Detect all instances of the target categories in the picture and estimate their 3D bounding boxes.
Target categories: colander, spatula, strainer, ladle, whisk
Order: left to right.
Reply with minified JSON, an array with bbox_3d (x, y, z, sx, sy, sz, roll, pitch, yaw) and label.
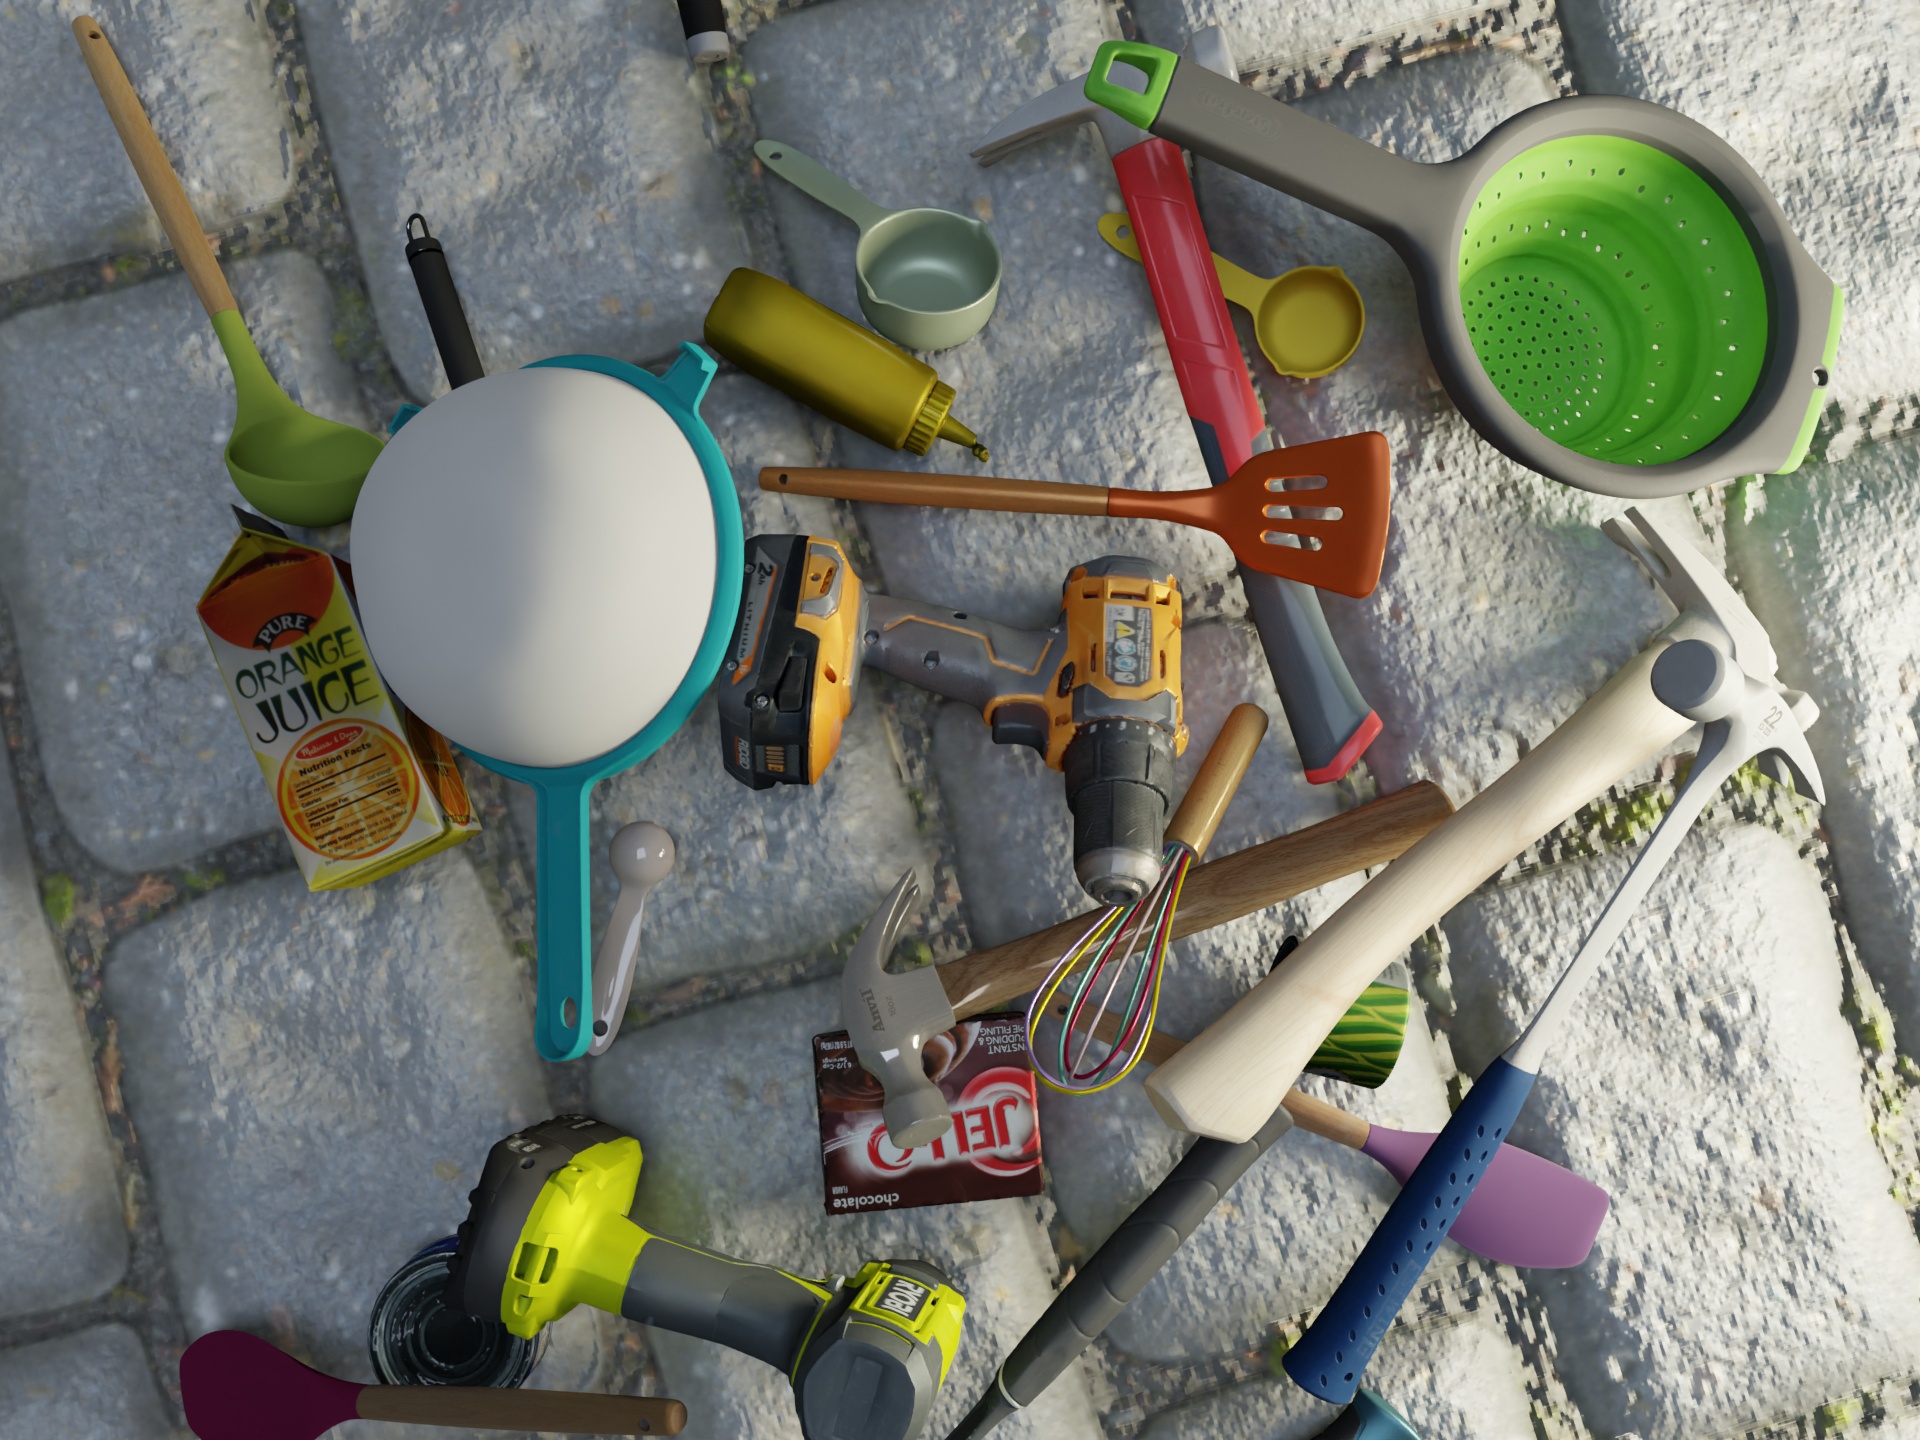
[{"bbox_3d":[-0.391,-0.240,0.828,0.078,0.062,0.320,-22,81,-40],"label":"ladle"},{"bbox_3d":[-0.246,-0.152,0.831,0.087,0.050,0.258,-27,79,37],"label":"strainer"},{"bbox_3d":[-0.210,-0.012,0.733,0.211,0.095,0.340,-5,84,25],"label":"strainer"},{"bbox_3d":[0.051,-0.114,0.809,0.322,0.041,0.081,5,96,10],"label":"spatula"},{"bbox_3d":[0.101,0.082,0.772,0.051,0.047,0.245,53,52,-26],"label":"whisk"},{"bbox_3d":[0.184,0.208,0.824,0.316,0.018,0.060,24,92,0],"label":"spatula"},{"bbox_3d":[0.239,-0.232,0.803,0.397,0.094,0.204,21,80,-7],"label":"colander"}]

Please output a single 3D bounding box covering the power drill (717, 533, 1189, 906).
[{"bbox_3d":[-0.001,-0.002,0.777,0.226,0.084,0.186,5,56,-2],"label":"power drill"}]

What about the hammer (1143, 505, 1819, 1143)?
[{"bbox_3d":[0.246,0.054,0.784,0.410,0.038,0.146,-36,86,-17],"label":"hammer"}]

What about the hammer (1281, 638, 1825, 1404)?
[{"bbox_3d":[0.282,0.160,0.776,0.144,0.035,0.405,23,100,-38],"label":"hammer"}]

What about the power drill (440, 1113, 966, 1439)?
[{"bbox_3d":[-0.109,0.263,0.749,0.223,0.171,0.080,18,87,9],"label":"power drill"}]

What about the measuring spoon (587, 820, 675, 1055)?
[{"bbox_3d":[-0.176,0.113,0.823,0.034,0.018,0.124,12,86,0],"label":"measuring spoon"}]

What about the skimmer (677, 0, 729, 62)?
[{"bbox_3d":[-0.173,-0.537,0.868,0.127,0.090,0.363,-12,96,-5],"label":"skimmer"}]

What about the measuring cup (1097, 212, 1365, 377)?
[{"bbox_3d":[0.144,-0.234,0.856,0.156,0.029,0.062,30,100,13],"label":"measuring cup"}]

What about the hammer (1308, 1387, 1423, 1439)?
[{"bbox_3d":[0.085,0.435,0.798,0.331,0.033,0.128,-30,86,-3],"label":"hammer"}]

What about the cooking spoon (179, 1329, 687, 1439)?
[{"bbox_3d":[-0.256,0.317,0.738,0.319,0.017,0.069,-10,87,28],"label":"cooking spoon"}]

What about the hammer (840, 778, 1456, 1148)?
[{"bbox_3d":[0.098,0.097,0.806,0.331,0.031,0.130,-19,56,-10],"label":"hammer"}]

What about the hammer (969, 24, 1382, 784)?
[{"bbox_3d":[0.125,-0.150,0.832,0.143,0.038,0.386,-17,91,18],"label":"hammer"}]

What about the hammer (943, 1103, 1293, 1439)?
[{"bbox_3d":[0.013,0.332,0.761,0.409,0.149,0.036,-45,94,-9],"label":"hammer"}]

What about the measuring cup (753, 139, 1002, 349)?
[{"bbox_3d":[-0.050,-0.256,0.848,0.168,0.038,0.083,40,65,20],"label":"measuring cup"}]
